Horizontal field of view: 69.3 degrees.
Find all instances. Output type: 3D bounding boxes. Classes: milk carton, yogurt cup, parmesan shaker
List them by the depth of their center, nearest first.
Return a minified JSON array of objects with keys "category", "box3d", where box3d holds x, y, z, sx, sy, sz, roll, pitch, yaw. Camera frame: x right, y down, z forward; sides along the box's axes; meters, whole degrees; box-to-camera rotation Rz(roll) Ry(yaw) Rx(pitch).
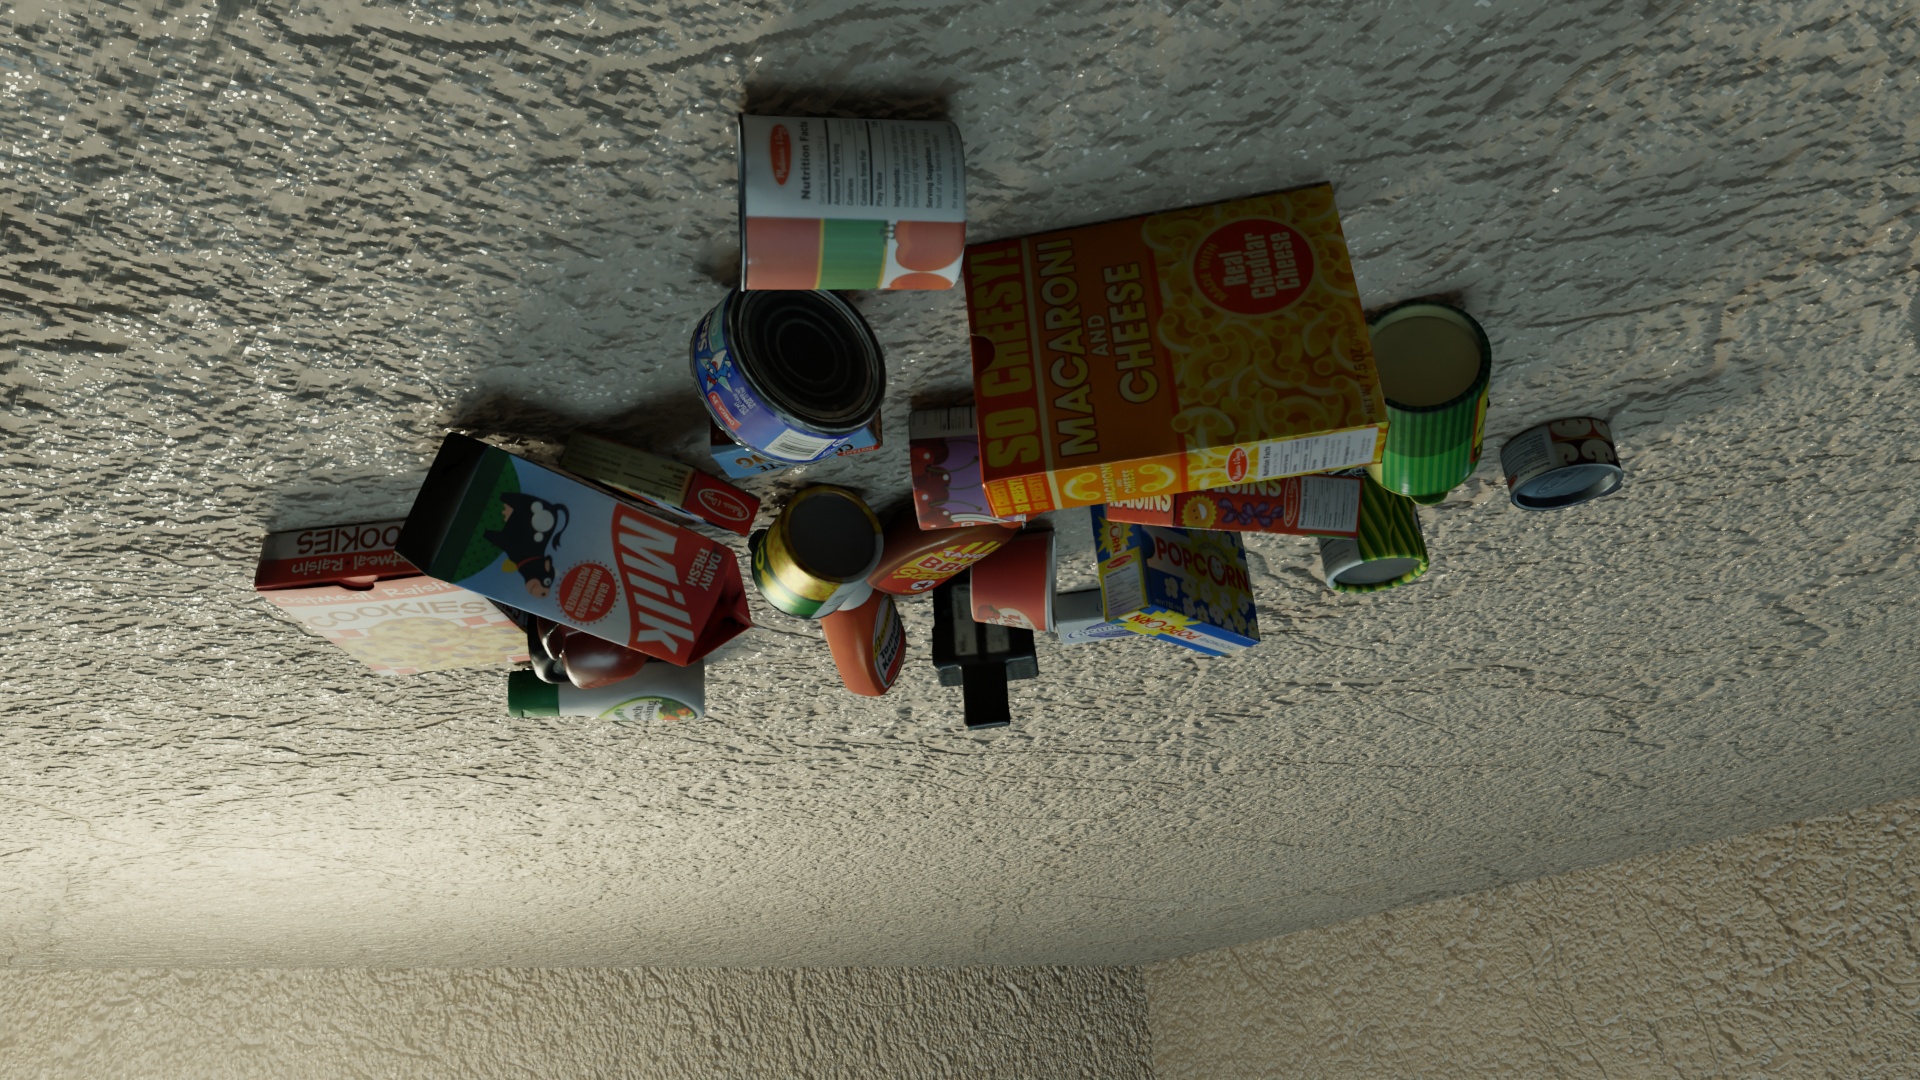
[{"category":"parmesan shaker","box3d":[0.243,-0.070,0.729,0.071,0.071,0.103,-11,156,13]},{"category":"milk carton","box3d":[-0.196,0.013,0.760,0.190,0.073,0.072,26,173,-37]},{"category":"yogurt cup","box3d":[0.036,0.027,0.920,0.054,0.072,0.072,1,157,7]}]

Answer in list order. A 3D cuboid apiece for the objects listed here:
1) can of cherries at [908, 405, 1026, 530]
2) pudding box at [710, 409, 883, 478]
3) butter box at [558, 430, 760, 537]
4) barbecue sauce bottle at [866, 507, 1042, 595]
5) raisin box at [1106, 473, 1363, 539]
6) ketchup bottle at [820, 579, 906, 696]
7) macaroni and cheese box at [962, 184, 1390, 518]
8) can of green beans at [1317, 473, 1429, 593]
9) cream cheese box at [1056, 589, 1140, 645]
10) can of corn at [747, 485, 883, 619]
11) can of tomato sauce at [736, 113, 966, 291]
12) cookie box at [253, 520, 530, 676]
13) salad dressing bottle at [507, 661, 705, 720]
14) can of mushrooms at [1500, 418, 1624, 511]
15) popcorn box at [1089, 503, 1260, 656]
[{"category":"can of cherries","box3d":[0.004,-0.038,0.754,0.058,0.072,0.071,-6,156,1]},{"category":"pudding box","box3d":[-0.083,-0.064,0.700,0.083,0.050,0.030,-10,154,12]},{"category":"butter box","box3d":[-0.160,-0.031,0.734,0.103,0.024,0.053,16,172,36]},{"category":"barbecue sauce bottle","box3d":[0.003,-0.011,0.849,0.065,0.044,0.148,3,156,-40]},{"category":"raisin box","box3d":[0.160,-0.025,0.818,0.123,0.040,0.086,3,-177,-20]},{"category":"ketchup bottle","box3d":[-0.071,0.050,0.954,0.043,0.065,0.148,9,150,14]},{"category":"macaroni and cheese box","box3d":[0.088,-0.083,0.602,0.166,0.124,0.040,-8,153,6]},{"category":"can of green beans","box3d":[0.266,-0.004,0.904,0.071,0.058,0.071,-5,156,-2]},{"category":"cream cheese box","box3d":[0.123,0.054,1.048,0.104,0.024,0.053,-8,156,6]},{"category":"can of corn","box3d":[-0.089,0.006,0.843,0.071,0.071,0.058,6,153,-25]},{"category":"can of tomato sauce","box3d":[-0.044,-0.129,0.540,0.083,0.071,0.071,-2,156,-10]},{"category":"cookie box","box3d":[-0.348,0.040,0.892,0.123,0.040,0.166,-6,156,2]},{"category":"salad dressing bottle","box3d":[-0.275,0.118,1.084,0.148,0.044,0.064,0,154,-12]},{"category":"can of mushrooms","box3d":[0.374,-0.046,0.861,0.071,0.033,0.070,-5,156,-2]},{"category":"popcorn box","box3d":[0.140,0.021,0.899,0.038,0.085,0.127,-24,150,38]}]
